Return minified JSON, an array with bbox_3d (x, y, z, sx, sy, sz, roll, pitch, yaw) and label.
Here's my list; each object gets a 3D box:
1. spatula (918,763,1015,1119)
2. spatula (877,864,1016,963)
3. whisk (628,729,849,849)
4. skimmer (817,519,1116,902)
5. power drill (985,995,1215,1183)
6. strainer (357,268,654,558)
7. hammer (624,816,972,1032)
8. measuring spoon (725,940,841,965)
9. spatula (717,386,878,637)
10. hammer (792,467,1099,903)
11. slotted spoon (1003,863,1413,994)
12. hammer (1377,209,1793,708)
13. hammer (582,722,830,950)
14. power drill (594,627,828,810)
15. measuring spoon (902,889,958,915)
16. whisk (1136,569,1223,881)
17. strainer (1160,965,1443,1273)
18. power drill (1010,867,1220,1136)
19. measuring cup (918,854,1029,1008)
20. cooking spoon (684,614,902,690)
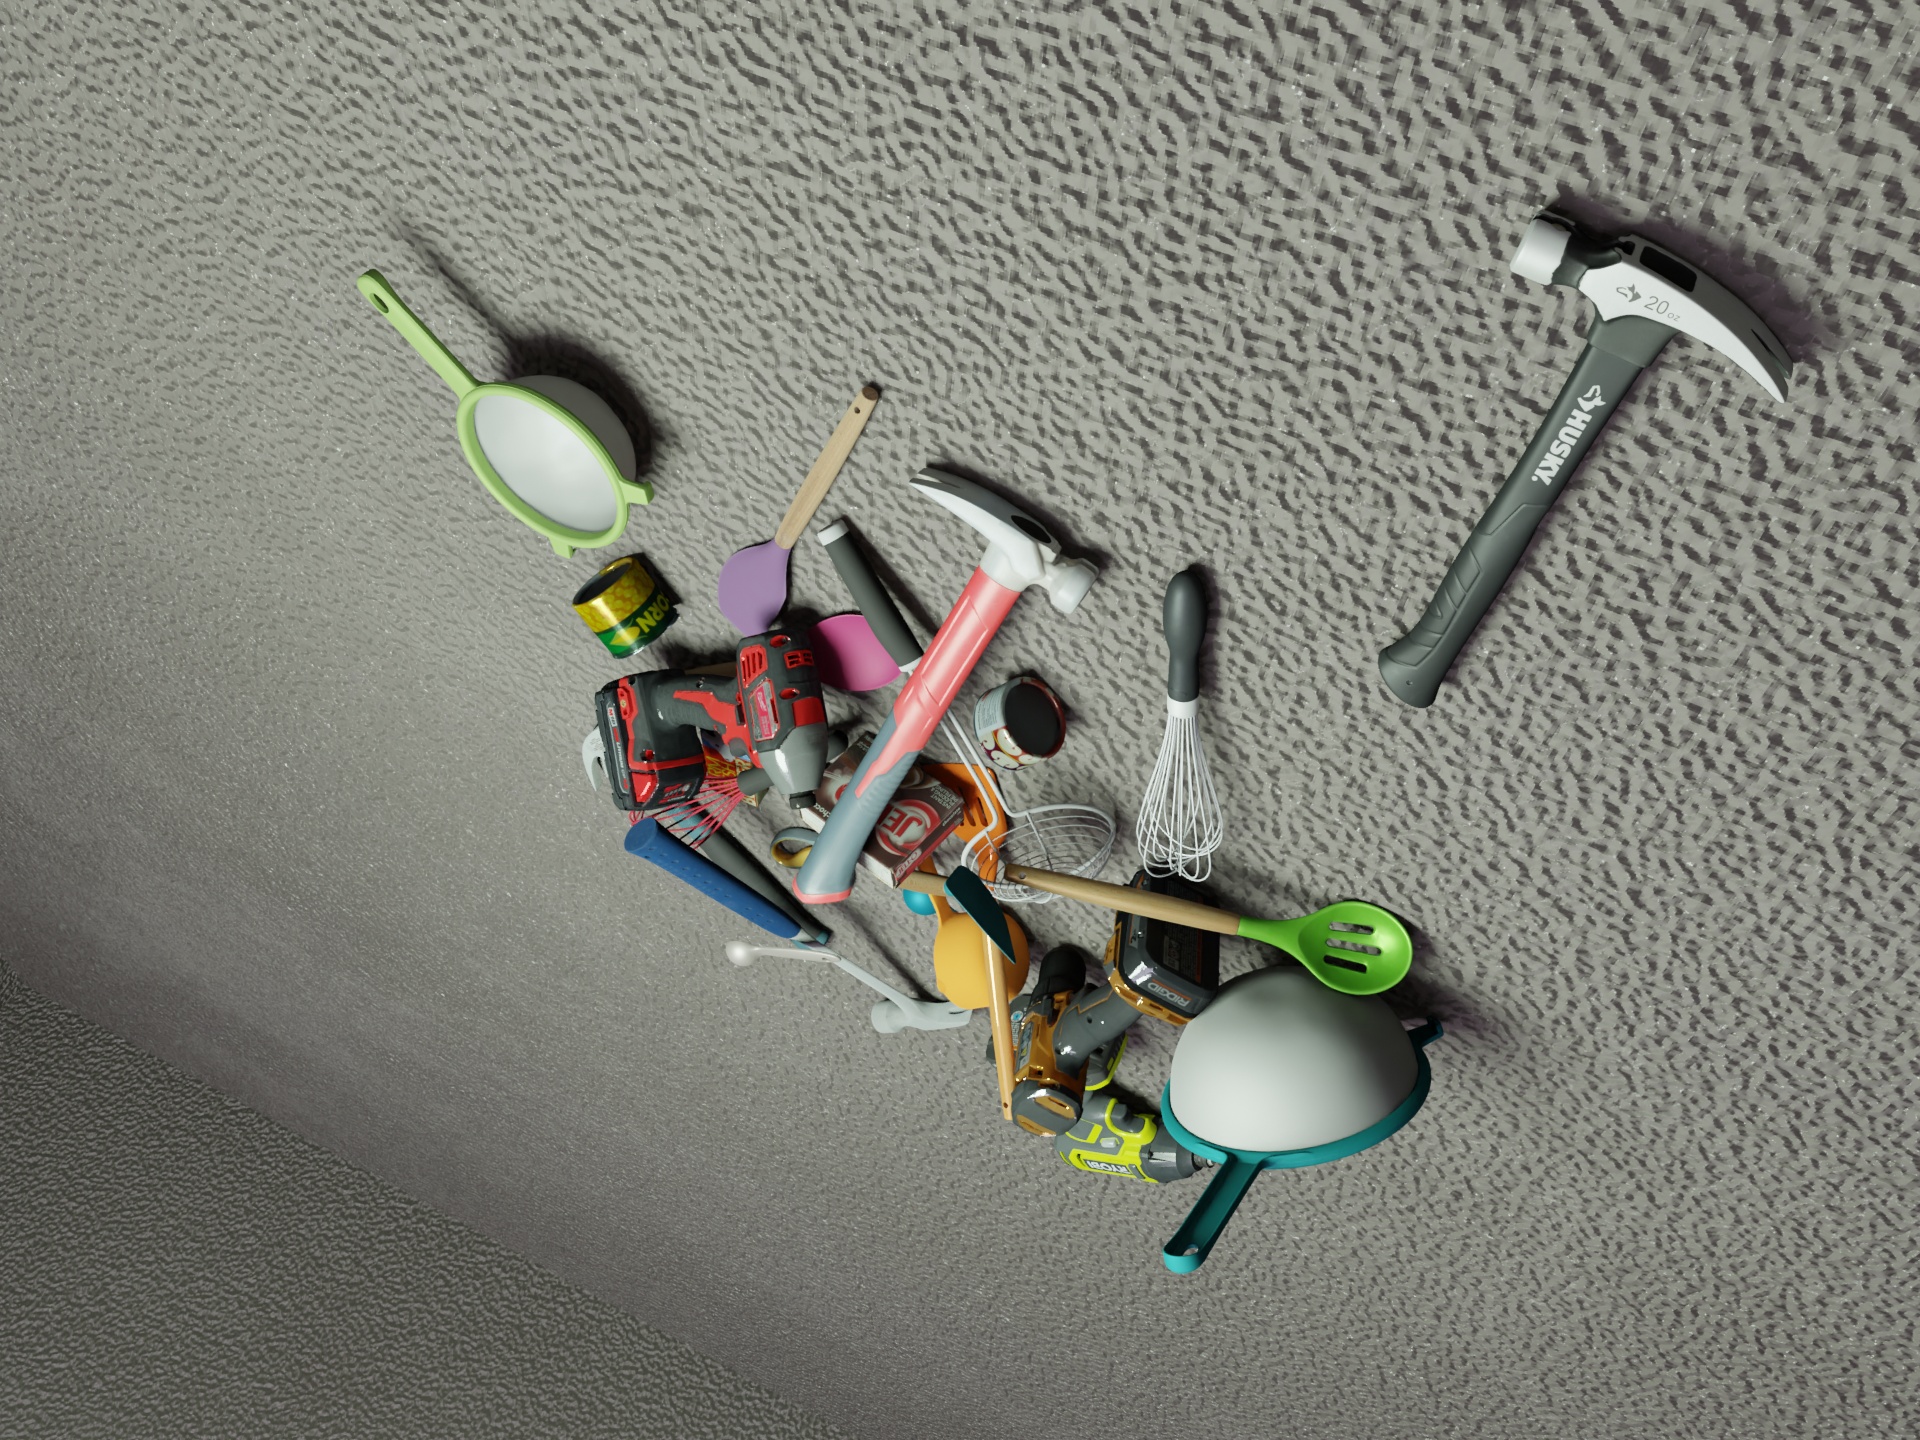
[{"bbox_3d":[0.021,0.191,1.363,0.081,0.041,0.322,-1,100,36],"label":"spatula"},{"bbox_3d":[-0.025,0.143,1.320,0.082,0.044,0.317,49,163,-12],"label":"spatula"},{"bbox_3d":[-0.201,0.062,1.407,0.296,0.073,0.073,-23,117,39],"label":"whisk"},{"bbox_3d":[-0.002,-0.004,1.244,0.127,0.090,0.363,-26,105,18],"label":"skimmer"},{"bbox_3d":[0.137,0.364,1.532,0.171,0.080,0.223,-3,134,39],"label":"power drill"},{"bbox_3d":[-0.334,-0.245,1.189,0.256,0.069,0.151,48,143,-18],"label":"strainer"},{"bbox_3d":[-0.148,0.202,1.503,0.144,0.035,0.405,-12,141,41],"label":"hammer"},{"bbox_3d":[-0.168,0.224,1.495,0.124,0.018,0.034,0,148,26],"label":"measuring spoon"},{"bbox_3d":[-0.125,-0.150,1.188,0.060,0.018,0.315,45,143,1],"label":"spatula"},{"bbox_3d":[-0.051,-0.005,1.183,0.143,0.038,0.386,34,125,2],"label":"hammer"},{"bbox_3d":[0.187,0.148,1.214,0.314,0.070,0.031,12,177,1],"label":"slotted spoon"},{"bbox_3d":[0.318,-0.116,0.891,0.146,0.035,0.334,27,143,9],"label":"hammer"},{"bbox_3d":[-0.243,0.119,1.563,0.128,0.033,0.330,-19,120,46],"label":"hammer"},{"bbox_3d":[-0.197,0.011,1.307,0.220,0.078,0.143,-11,90,40],"label":"power drill"},{"bbox_3d":[-0.004,0.195,1.483,0.128,0.021,0.042,40,143,-7],"label":"measuring spoon"},{"bbox_3d":[0.159,0.011,1.135,0.070,0.070,0.284,15,135,22],"label":"whisk"},{"bbox_3d":[0.219,0.272,1.186,0.211,0.340,0.095,-4,108,33],"label":"strainer"},{"bbox_3d":[0.122,0.219,1.326,0.084,0.185,0.226,29,127,-12],"label":"power drill"},{"bbox_3d":[0.008,0.176,1.421,0.052,0.095,0.173,-12,106,37],"label":"measuring cup"},{"bbox_3d":[-0.167,-0.045,1.335,0.319,0.017,0.068,-7,120,40],"label":"cooking spoon"}]
